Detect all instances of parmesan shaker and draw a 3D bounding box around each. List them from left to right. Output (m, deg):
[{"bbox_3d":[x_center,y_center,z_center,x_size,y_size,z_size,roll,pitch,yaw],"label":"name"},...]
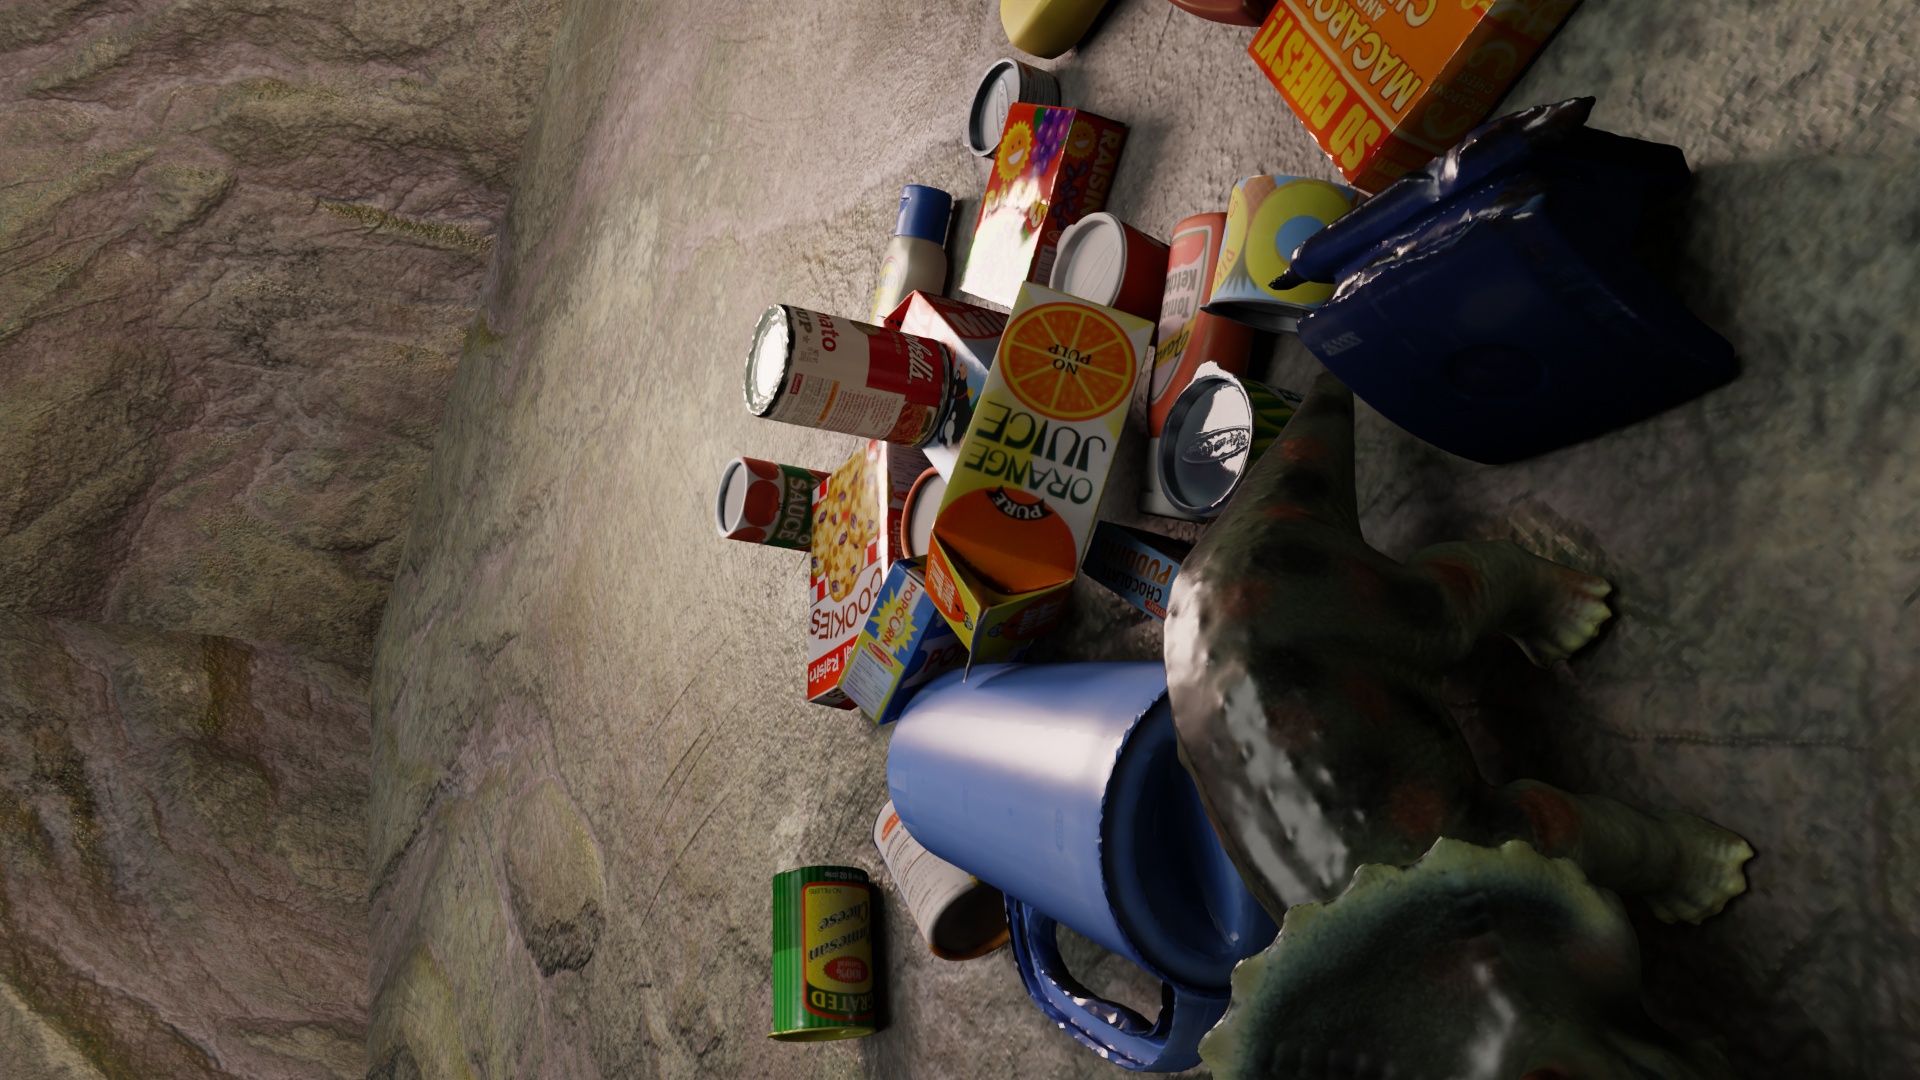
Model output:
[{"bbox_3d":[-0.093,0.271,0.911,0.071,0.071,0.103,-38,49,49],"label":"parmesan shaker"}]

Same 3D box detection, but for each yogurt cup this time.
[{"bbox_3d":[0.088,-0.138,0.751,0.072,0.054,0.072,-27,58,55],"label":"yogurt cup"}]

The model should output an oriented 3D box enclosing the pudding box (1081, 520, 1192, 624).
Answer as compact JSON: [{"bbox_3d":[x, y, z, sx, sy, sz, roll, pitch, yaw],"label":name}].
[{"bbox_3d":[0.102,0.019,0.678,0.084,0.050,0.030,36,110,58],"label":"pudding box"}]

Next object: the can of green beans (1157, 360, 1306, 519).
[{"bbox_3d":[0.133,-0.039,0.635,0.071,0.058,0.071,-27,57,55],"label":"can of green beans"}]

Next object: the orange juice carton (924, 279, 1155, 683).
[{"bbox_3d":[0.033,-0.026,0.690,0.071,0.073,0.193,102,-173,-65],"label":"orange juice carton"}]

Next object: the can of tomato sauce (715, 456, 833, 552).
[{"bbox_3d":[-0.140,-0.027,1.082,0.071,0.083,0.071,-28,57,55],"label":"can of tomato sauce"}]

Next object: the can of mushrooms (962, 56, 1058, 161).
[{"bbox_3d":[0.033,-0.281,0.917,0.071,0.033,0.071,-26,60,55],"label":"can of mushrooms"}]

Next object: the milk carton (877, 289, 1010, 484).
[{"bbox_3d":[0.008,-0.095,0.858,0.073,0.072,0.191,-66,32,23],"label":"milk carton"}]

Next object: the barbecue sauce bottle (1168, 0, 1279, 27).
[{"bbox_3d":[0.131,-0.314,0.747,0.149,0.044,0.064,44,119,57],"label":"barbecue sauce bottle"}]

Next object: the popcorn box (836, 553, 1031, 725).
[{"bbox_3d":[-0.002,0.047,0.775,0.038,0.127,0.085,38,117,26],"label":"popcorn box"}]

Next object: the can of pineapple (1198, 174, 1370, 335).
[{"bbox_3d":[0.148,-0.128,0.628,0.071,0.071,0.058,12,91,61],"label":"can of pineapple"}]

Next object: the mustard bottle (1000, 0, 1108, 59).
[{"bbox_3d":[0.084,-0.366,0.842,0.159,0.049,0.065,-40,48,47],"label":"mustard bottle"}]

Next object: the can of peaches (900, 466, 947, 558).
[{"bbox_3d":[0.003,-0.011,0.853,0.071,0.058,0.071,-26,59,55],"label":"can of peaches"}]

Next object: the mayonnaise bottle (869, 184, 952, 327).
[{"bbox_3d":[-0.038,-0.178,0.998,0.065,0.041,0.148,14,93,62],"label":"mayonnaise bottle"}]

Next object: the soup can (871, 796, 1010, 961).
[{"bbox_3d":[-0.003,0.186,0.790,0.084,0.071,0.071,53,126,48],"label":"soup can"}]

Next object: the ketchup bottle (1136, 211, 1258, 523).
[{"bbox_3d":[0.118,-0.084,0.690,0.064,0.043,0.148,-173,93,-75],"label":"ketchup bottle"}]

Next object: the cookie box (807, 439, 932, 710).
[{"bbox_3d":[-0.063,0.023,0.976,0.122,0.040,0.168,-34,51,52],"label":"cookie box"}]

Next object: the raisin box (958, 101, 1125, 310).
[{"bbox_3d":[0.049,-0.203,0.858,0.086,0.040,0.123,36,113,59],"label":"raisin box"}]

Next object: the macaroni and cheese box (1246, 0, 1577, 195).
[{"bbox_3d":[0.207,-0.247,0.595,0.165,0.040,0.124,-55,37,35],"label":"macaroni and cheese box"}]
